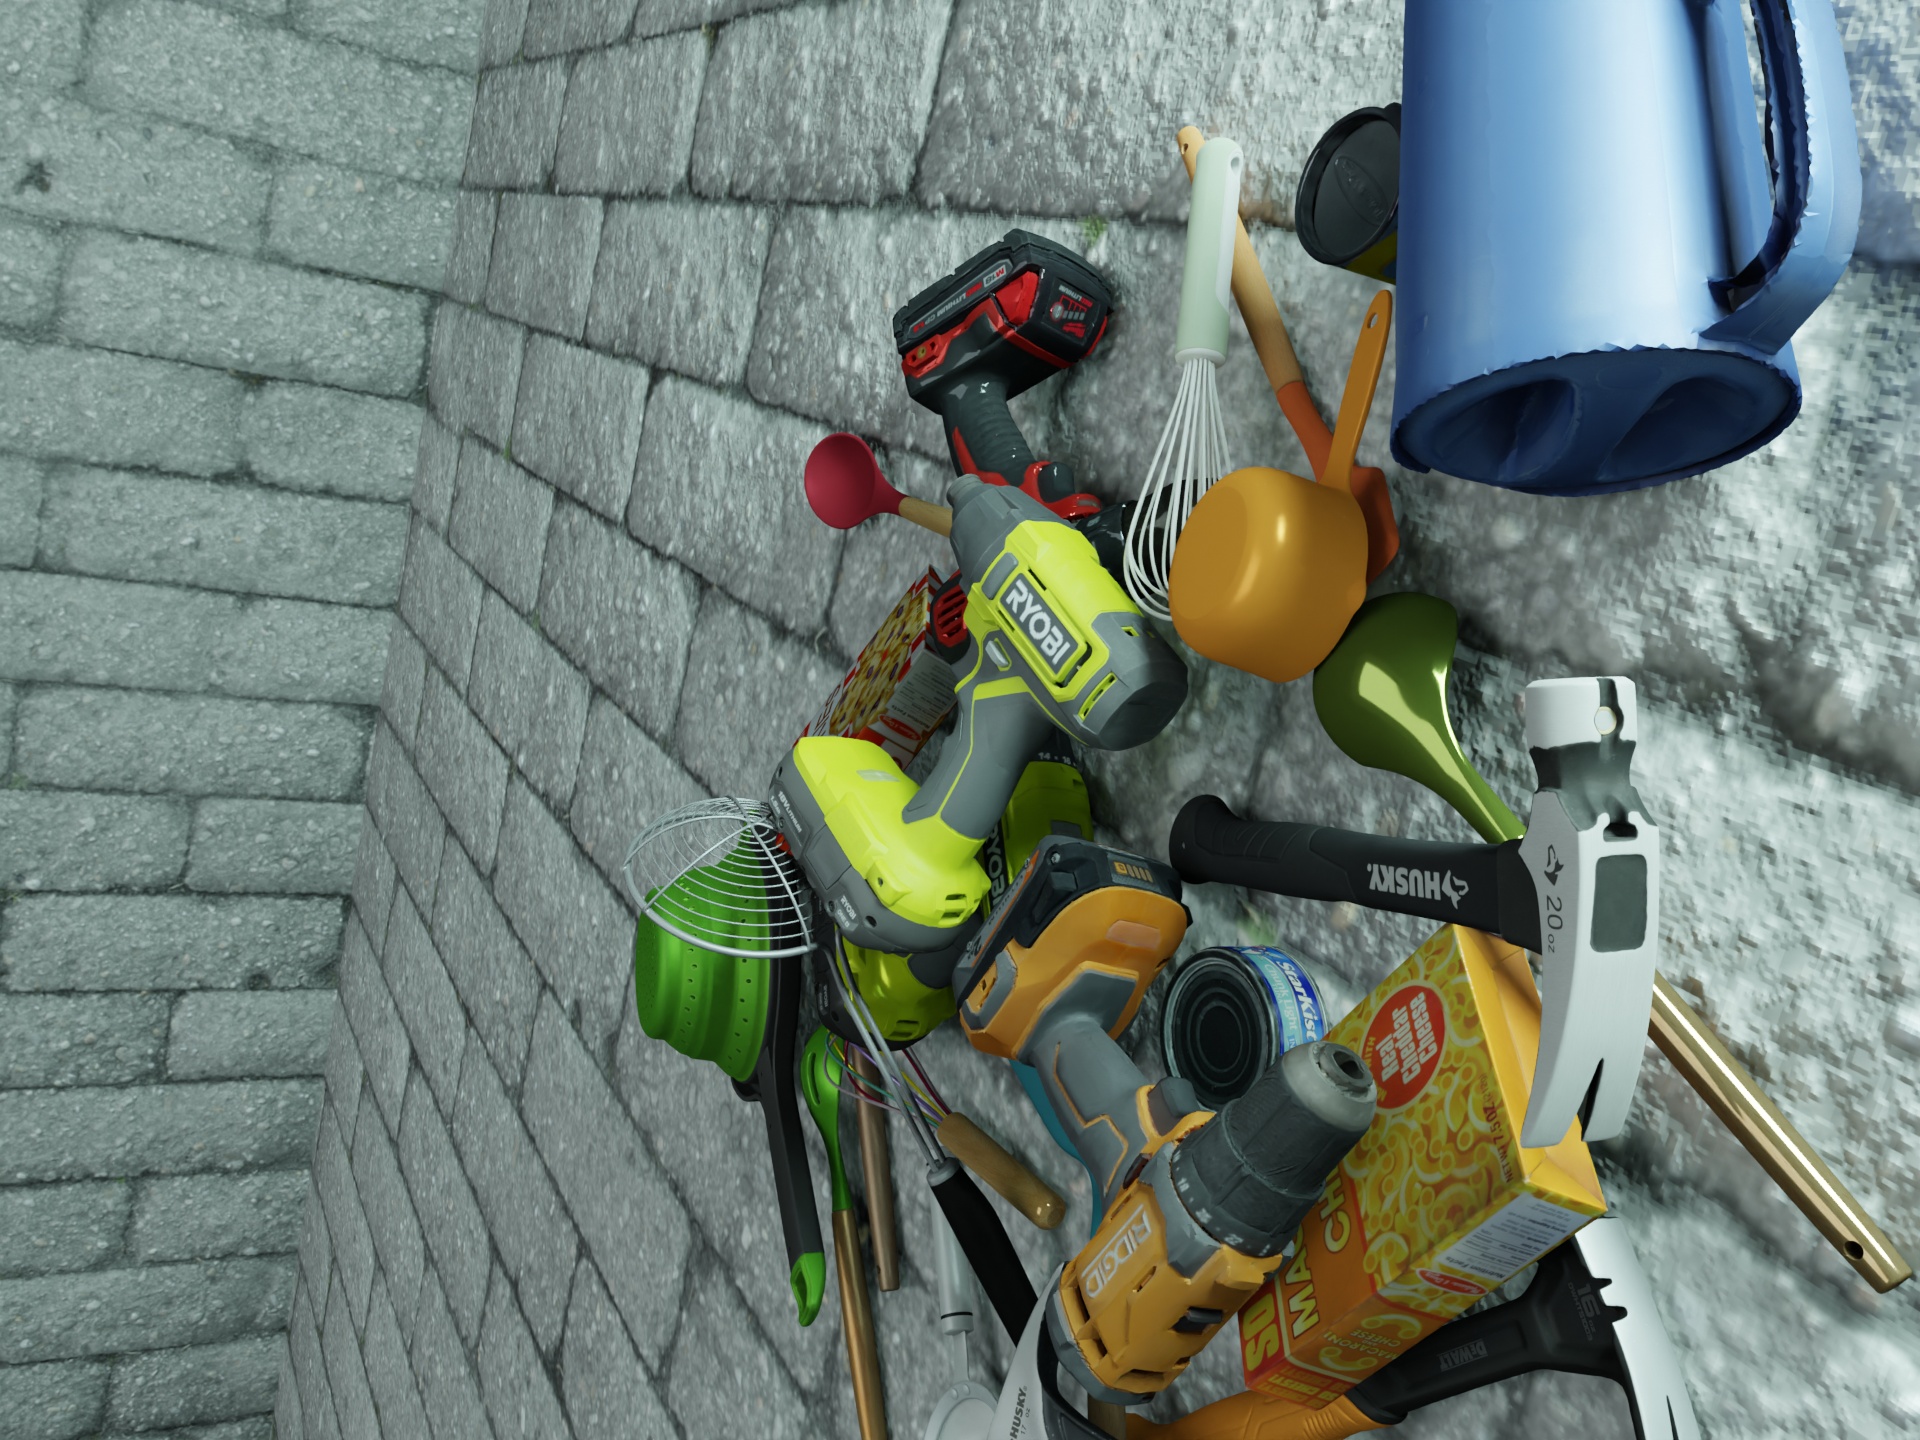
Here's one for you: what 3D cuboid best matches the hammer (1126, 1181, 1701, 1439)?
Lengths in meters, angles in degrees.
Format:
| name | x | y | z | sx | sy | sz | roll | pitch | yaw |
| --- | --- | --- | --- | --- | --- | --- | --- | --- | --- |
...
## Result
| name | x | y | z | sx | sy | sz | roll | pitch | yaw |
| --- | --- | --- | --- | --- | --- | --- | --- | --- | --- |
| hammer | 0.161 | 0.301 | 0.680 | 0.336 | 0.034 | 0.127 | -47 | 46 | 45 |

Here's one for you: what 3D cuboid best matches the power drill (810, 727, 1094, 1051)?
| name | x | y | z | sx | sy | sz | roll | pitch | yaw |
| --- | --- | --- | --- | --- | --- | --- | --- | --- | --- |
| power drill | -0.002 | 0.087 | 0.943 | 0.228 | 0.080 | 0.191 | -39 | 49 | 47 |

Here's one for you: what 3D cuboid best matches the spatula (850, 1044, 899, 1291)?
| name | x | y | z | sx | sy | sz | roll | pitch | yaw |
| --- | --- | --- | --- | --- | --- | --- | --- | --- | --- |
| spatula | -0.065 | 0.220 | 1.078 | 0.059 | 0.018 | 0.316 | -40 | 51 | 52 |

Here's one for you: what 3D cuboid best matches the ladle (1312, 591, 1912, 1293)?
| name | x | y | z | sx | sy | sz | roll | pitch | yaw |
| --- | --- | --- | --- | --- | --- | --- | --- | --- | --- |
| ladle | 0.235 | 0.067 | 0.600 | 0.320 | 0.062 | 0.078 | 58 | 133 | 36 |

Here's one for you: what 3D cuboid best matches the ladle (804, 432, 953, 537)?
| name | x | y | z | sx | sy | sz | roll | pitch | yaw |
| --- | --- | --- | --- | --- | --- | --- | --- | --- | --- |
| ladle | -0.023 | -0.139 | 1.060 | 0.316 | 0.031 | 0.069 | 30 | 114 | 54 |

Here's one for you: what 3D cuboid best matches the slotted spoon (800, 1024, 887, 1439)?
| name | x | y | z | sx | sy | sz | roll | pitch | yaw |
| --- | --- | --- | --- | --- | --- | --- | --- | --- | --- |
| slotted spoon | -0.075 | 0.355 | 1.065 | 0.070 | 0.031 | 0.314 | 128 | 136 | -60 |

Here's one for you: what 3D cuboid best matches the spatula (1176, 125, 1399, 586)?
| name | x | y | z | sx | sy | sz | roll | pitch | yaw |
| --- | --- | --- | --- | --- | --- | --- | --- | --- | --- |
| spatula | 0.147 | -0.180 | 0.772 | 0.081 | 0.041 | 0.323 | -49 | 45 | 46 |

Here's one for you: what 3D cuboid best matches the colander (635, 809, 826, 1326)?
| name | x | y | z | sx | sy | sz | roll | pitch | yaw |
| --- | --- | --- | --- | --- | --- | --- | --- | --- | --- |
| colander | -0.169 | 0.236 | 1.124 | 0.398 | 0.094 | 0.204 | -108 | 29 | -43 |

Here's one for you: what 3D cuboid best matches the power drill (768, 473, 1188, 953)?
| name | x | y | z | sx | sy | sz | roll | pitch | yaw |
| --- | --- | --- | --- | --- | --- | --- | --- | --- | --- |
| power drill | -0.001 | -0.003 | 0.819 | 0.223 | 0.080 | 0.171 | -53 | 55 | 27 |

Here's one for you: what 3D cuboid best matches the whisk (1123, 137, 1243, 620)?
| name | x | y | z | sx | sy | sz | roll | pitch | yaw |
| --- | --- | --- | --- | --- | --- | --- | --- | --- | --- |
| whisk | 0.116 | -0.167 | 0.766 | 0.059 | 0.057 | 0.246 | 1 | 79 | 29 |

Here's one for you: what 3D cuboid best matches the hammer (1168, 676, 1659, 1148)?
| name | x | y | z | sx | sy | sz | roll | pitch | yaw |
| --- | --- | --- | --- | --- | --- | --- | --- | --- | --- |
| hammer | 0.157 | 0.064 | 0.633 | 0.335 | 0.035 | 0.146 | 174 | 94 | -76 |

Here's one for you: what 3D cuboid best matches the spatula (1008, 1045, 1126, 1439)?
| name | x | y | z | sx | sy | sz | roll | pitch | yaw |
| --- | --- | --- | --- | --- | --- | --- | --- | --- | --- |
| spatula | 0.063 | 0.297 | 0.796 | 0.082 | 0.044 | 0.318 | -32 | 45 | 38 |

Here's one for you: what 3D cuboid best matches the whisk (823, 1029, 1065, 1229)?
| name | x | y | z | sx | sy | sz | roll | pitch | yaw |
| --- | --- | --- | --- | --- | --- | --- | --- | --- | --- |
| whisk | -0.016 | 0.240 | 0.970 | 0.245 | 0.051 | 0.047 | 27 | 108 | 50 |

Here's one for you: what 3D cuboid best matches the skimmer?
| name | x | y | z | sx | sy | sz | roll | pitch | yaw |
| --- | --- | --- | --- | --- | --- | --- | --- | --- | --- |
| skimmer | -0.059 | 0.202 | 0.881 | 0.090 | 0.127 | 0.363 | -26 | 93 | 35 |

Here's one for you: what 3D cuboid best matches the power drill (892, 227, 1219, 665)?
| name | x | y | z | sx | sy | sz | roll | pitch | yaw |
| --- | --- | --- | --- | --- | --- | --- | --- | --- | --- |
| power drill | 0.053 | -0.152 | 0.874 | 0.188 | 0.080 | 0.227 | -24 | 65 | 37 |

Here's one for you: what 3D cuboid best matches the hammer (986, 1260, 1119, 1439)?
| name | x | y | z | sx | sy | sz | roll | pitch | yaw |
| --- | --- | --- | --- | --- | --- | --- | --- | --- | --- |
| hammer | 0.150 | 0.339 | 0.612 | 0.409 | 0.036 | 0.149 | 6 | 82 | 51 |

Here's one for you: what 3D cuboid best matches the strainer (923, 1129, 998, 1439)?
| name | x | y | z | sx | sy | sz | roll | pitch | yaw |
| --- | --- | --- | --- | --- | --- | --- | --- | --- | --- |
| strainer | 0.002 | 0.360 | 0.927 | 0.087 | 0.050 | 0.259 | -39 | 47 | 42 |

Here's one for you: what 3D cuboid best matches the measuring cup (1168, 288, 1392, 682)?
| name | x | y | z | sx | sy | sz | roll | pitch | yaw |
| --- | --- | --- | --- | --- | --- | --- | --- | --- | --- |
| measuring cup | 0.138 | -0.105 | 0.678 | 0.095 | 0.052 | 0.173 | -149 | 73 | -68 |

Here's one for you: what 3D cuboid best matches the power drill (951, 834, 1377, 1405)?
| name | x | y | z | sx | sy | sz | roll | pitch | yaw |
| --- | --- | --- | --- | --- | --- | --- | --- | --- | --- |
| power drill | 0.083 | 0.149 | 0.696 | 0.185 | 0.084 | 0.226 | -58 | 31 | 28 |
